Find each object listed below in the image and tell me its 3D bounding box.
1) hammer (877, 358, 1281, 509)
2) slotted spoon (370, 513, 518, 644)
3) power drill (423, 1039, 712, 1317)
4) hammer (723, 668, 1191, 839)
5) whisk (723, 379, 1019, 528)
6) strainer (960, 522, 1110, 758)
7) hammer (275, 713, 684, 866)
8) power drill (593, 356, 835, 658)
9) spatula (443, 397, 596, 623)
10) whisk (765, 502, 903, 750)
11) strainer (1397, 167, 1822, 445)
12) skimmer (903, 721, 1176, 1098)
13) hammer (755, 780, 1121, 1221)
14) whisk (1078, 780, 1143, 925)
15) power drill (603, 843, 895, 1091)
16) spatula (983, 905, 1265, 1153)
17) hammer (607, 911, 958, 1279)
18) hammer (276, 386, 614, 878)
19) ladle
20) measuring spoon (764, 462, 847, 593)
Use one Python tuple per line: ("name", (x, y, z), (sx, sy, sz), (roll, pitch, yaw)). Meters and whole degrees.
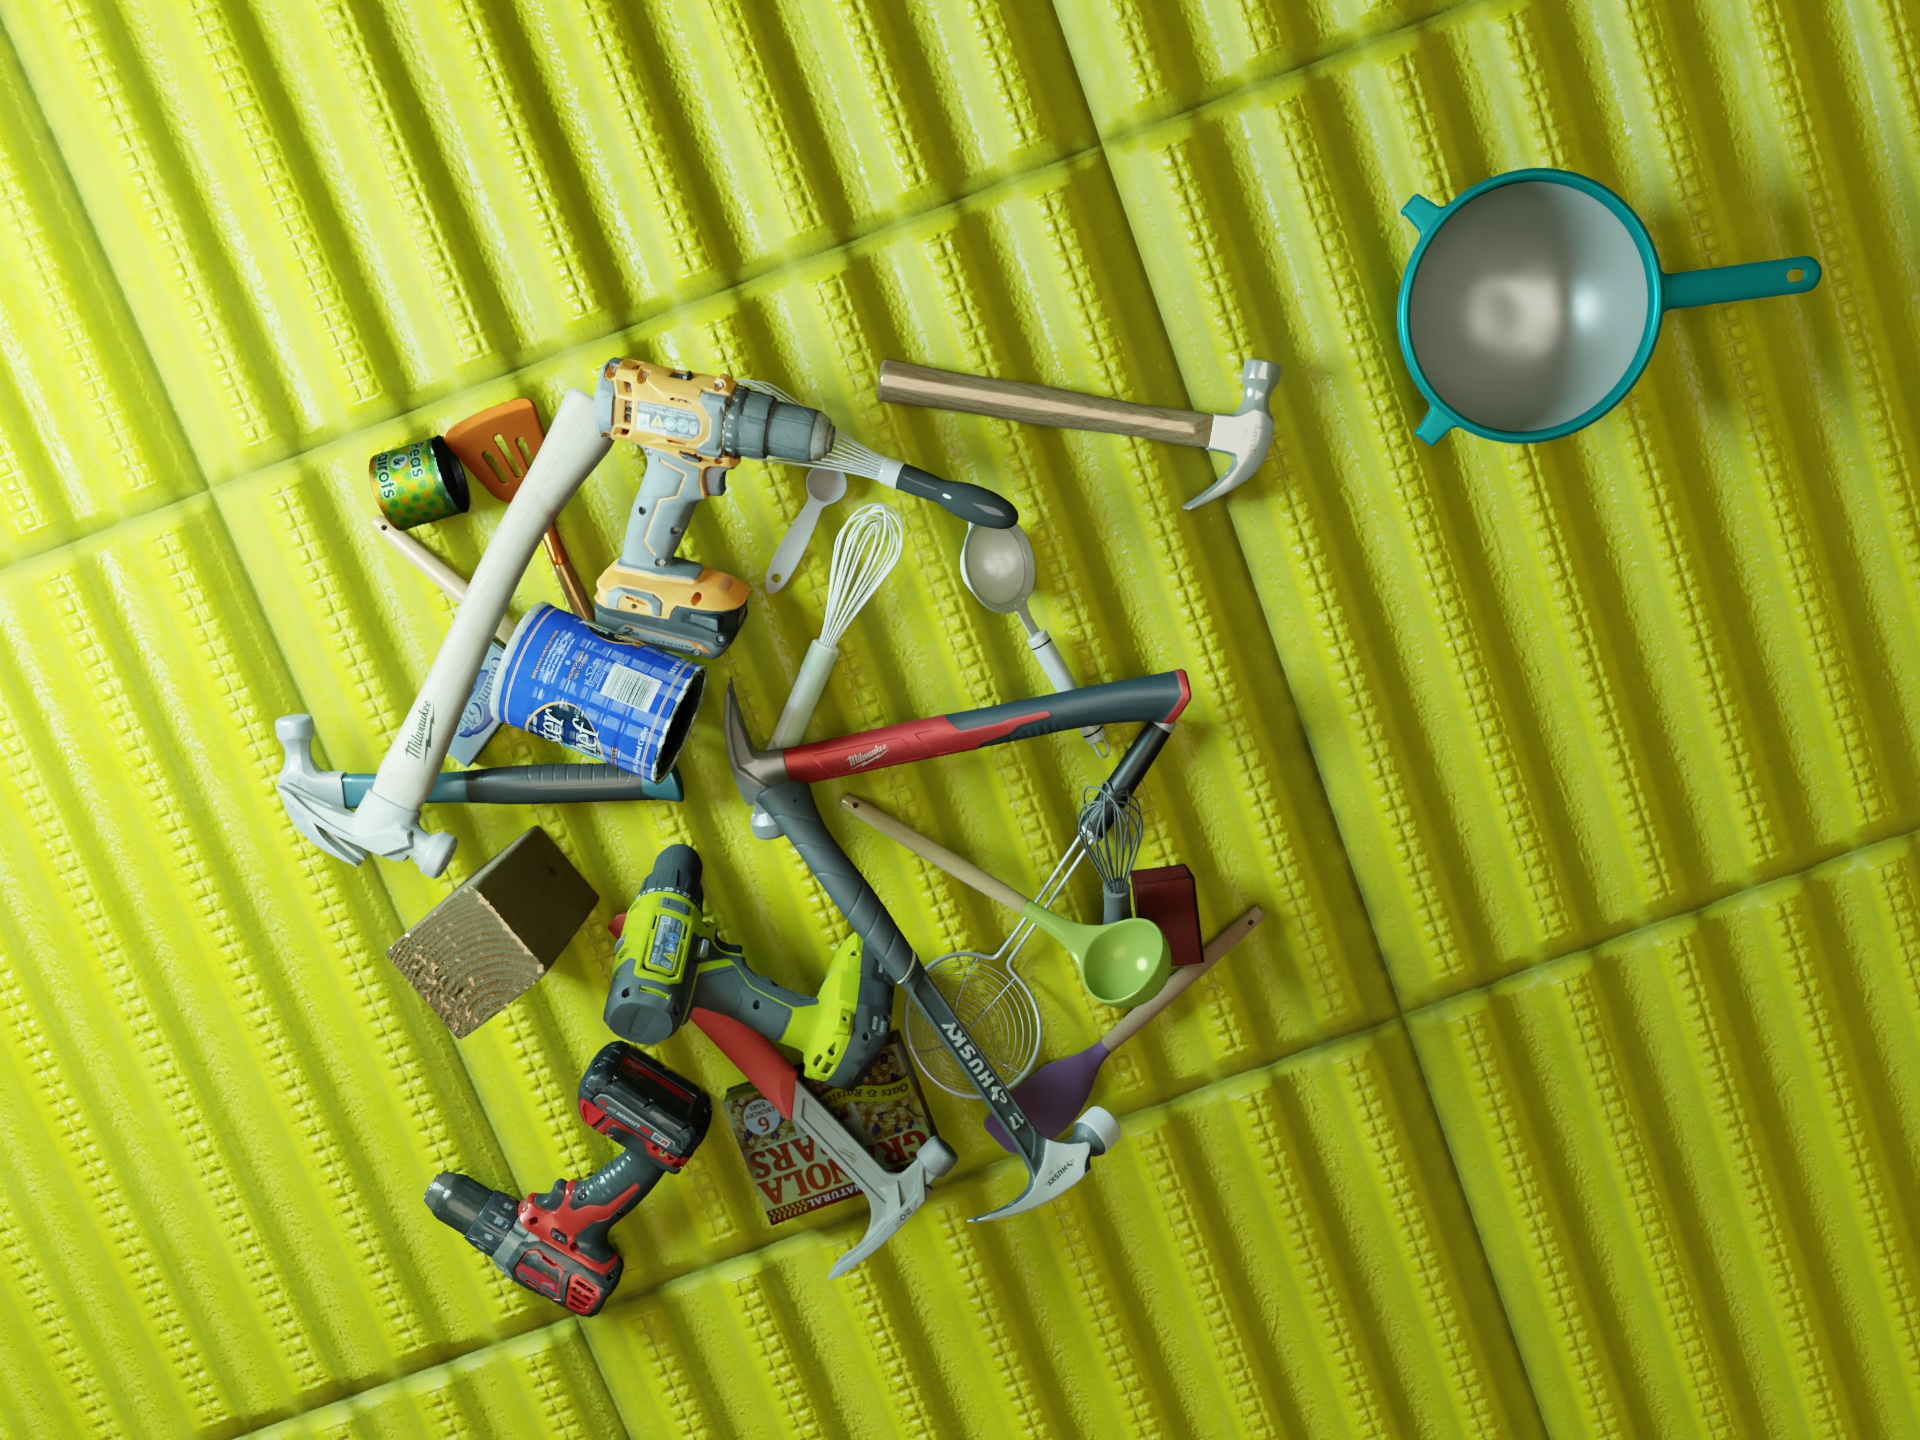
("hammer", (0.095, -0.256, 1.328), (0.331, 0.031, 0.130), (8, 98, -2))
("slotted spoon", (-0.371, -0.071, 1.333), (0.314, 0.031, 0.070), (39, 86, 2))
("power drill", (-0.345, 0.395, 1.398), (0.188, 0.080, 0.226), (33, 100, -5))
("hammer", (-0.002, -0.004, 1.326), (0.386, 0.038, 0.143), (-12, 114, 2))
("whisk", (-0.085, -0.214, 1.295), (0.284, 0.070, 0.070), (21, 98, 7))
("strainer", (0.060, -0.074, 1.350), (0.087, 0.050, 0.258), (-42, 107, -39))
("hammer", (-0.401, 0.054, 1.342), (0.331, 0.033, 0.128), (-2, 103, -4))
("power drill", (-0.202, -0.167, 1.276), (0.185, 0.084, 0.226), (10, 118, 1))
("spatula", (-0.328, -0.108, 1.338), (0.081, 0.041, 0.322), (-22, 99, 2))
("whisk", (-0.111, -0.070, 1.346), (0.059, 0.058, 0.246), (15, 105, -38))
("strainer", (0.510, -0.341, 1.292), (0.340, 0.095, 0.211), (-8, 101, -2))
("skimmer", (0.081, 0.153, 1.359), (0.127, 0.090, 0.363), (32, 97, -5))
("hammer", (-0.037, 0.220, 1.297), (0.149, 0.036, 0.409), (-35, 88, -33))
("whisk", (0.128, 0.139, 1.329), (0.055, 0.055, 0.238), (-8, 133, 0))
("power drill", (-0.174, 0.204, 1.333), (0.228, 0.191, 0.080), (21, 127, -14))
("spatula", (0.150, 0.275, 1.415), (0.316, 0.018, 0.059), (-43, 98, 6))
("hammer", (-0.177, 0.303, 1.370), (0.149, 0.036, 0.359), (-45, 86, 0))
("hammer", (-0.401, -0.084, 1.292), (0.146, 0.038, 0.410), (26, 92, -6))
("ladle", (0.031, 0.139, 1.325), (0.320, 0.062, 0.078), (29, 74, 17))
("measuring spoon", (-0.134, -0.162, 1.349), (0.034, 0.018, 0.124), (29, 104, -5))
